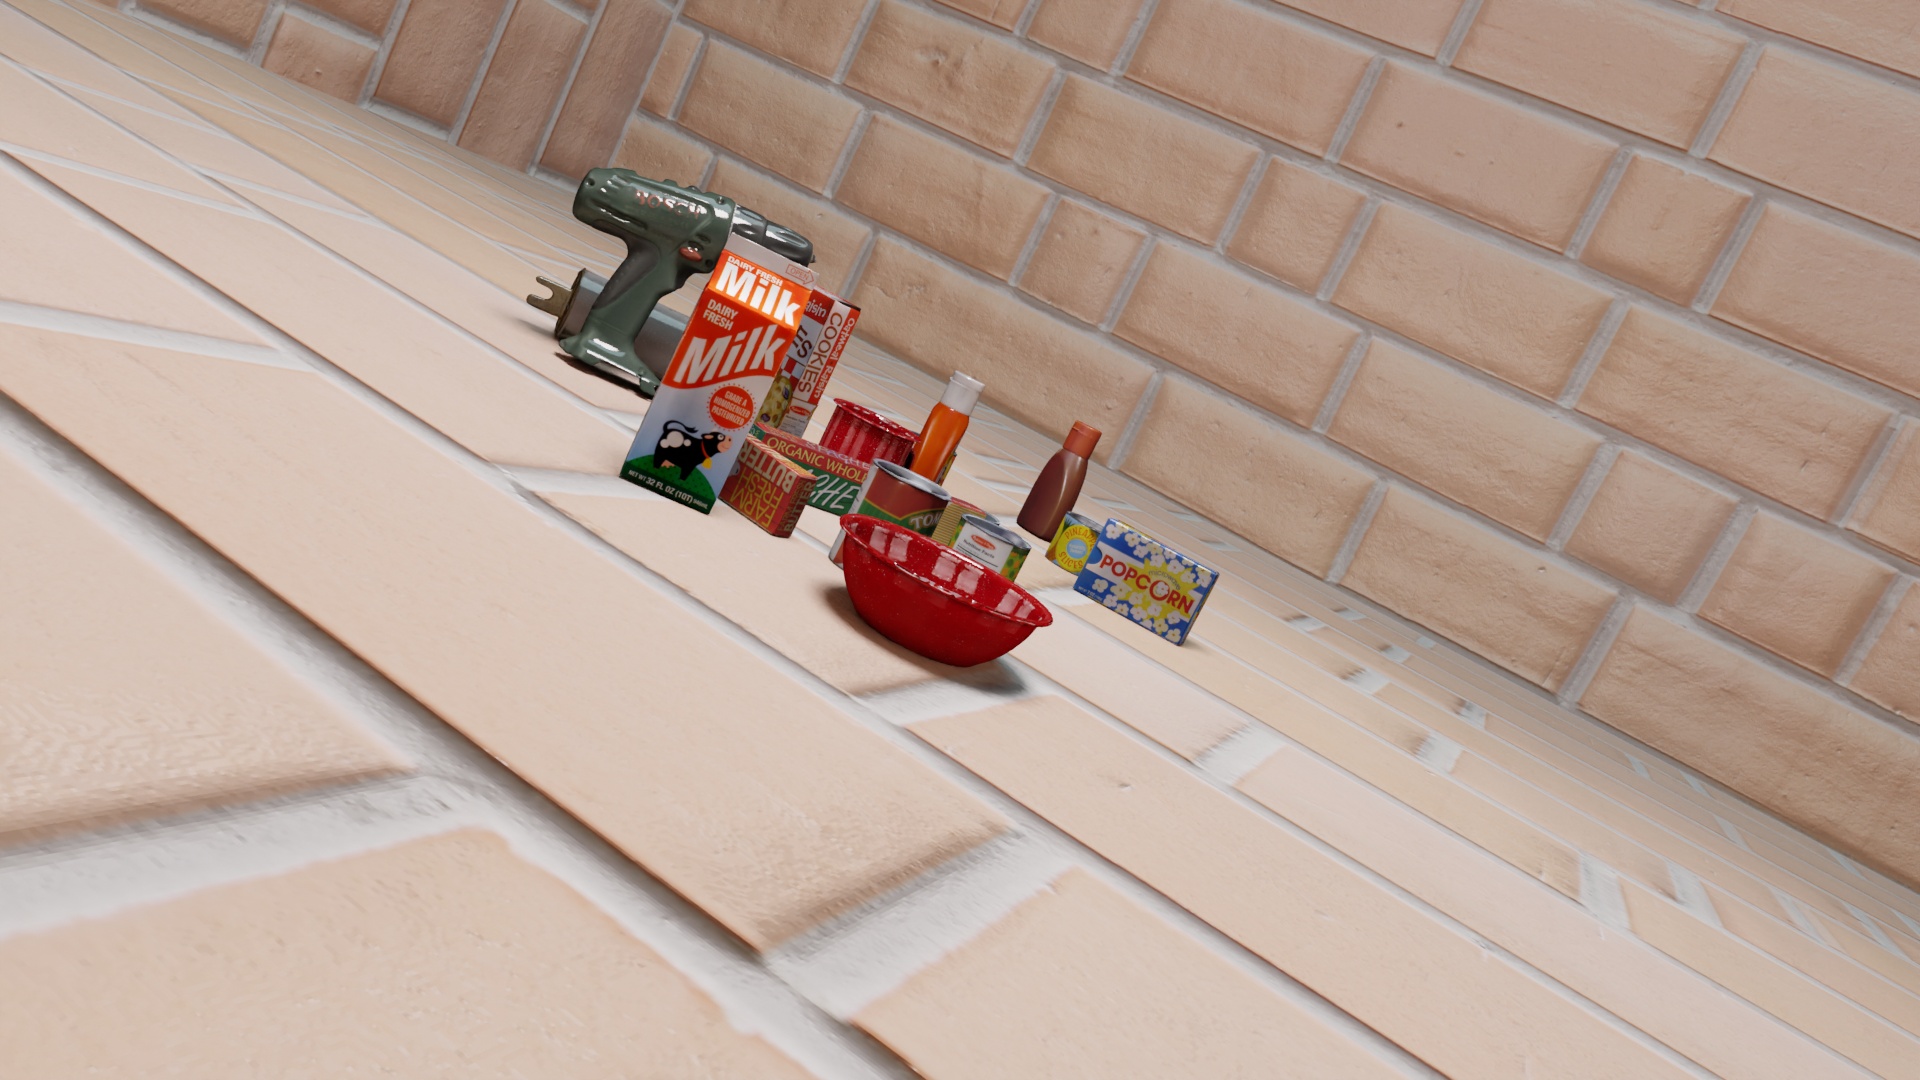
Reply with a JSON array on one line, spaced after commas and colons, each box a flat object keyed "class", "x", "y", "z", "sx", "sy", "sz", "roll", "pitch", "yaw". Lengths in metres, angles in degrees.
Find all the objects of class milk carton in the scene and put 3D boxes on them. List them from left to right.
[{"class": "milk carton", "x": -0.175, "y": -0.123, "z": 1.015, "sx": 0.072, "sy": 0.190, "sz": 0.073, "roll": 24, "pitch": 9, "yaw": -14}]

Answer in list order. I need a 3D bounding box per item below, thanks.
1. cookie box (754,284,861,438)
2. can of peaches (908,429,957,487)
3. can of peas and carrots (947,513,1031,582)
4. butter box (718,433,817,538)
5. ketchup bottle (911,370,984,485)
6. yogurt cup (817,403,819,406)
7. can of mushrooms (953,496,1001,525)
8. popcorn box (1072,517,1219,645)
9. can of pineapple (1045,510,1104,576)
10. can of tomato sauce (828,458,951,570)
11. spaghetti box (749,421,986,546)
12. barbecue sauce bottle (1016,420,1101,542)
[{"class": "cookie box", "x": -0.182, "y": -0.183, "z": 1.403, "sx": 0.123, "sy": 0.167, "sz": 0.040, "roll": 34, "pitch": 11, "yaw": 40}, {"class": "can of peaches", "x": -0.044, "y": -0.087, "z": 1.596, "sx": 0.071, "sy": 0.058, "sz": 0.071, "roll": 26, "pitch": 9, "yaw": -4}, {"class": "can of peas and carrots", "x": 0.020, "y": 0.017, "z": 1.184, "sx": 0.071, "sy": 0.058, "sz": 0.071, "roll": 26, "pitch": 9, "yaw": -4}, {"class": "butter box", "x": -0.159, "y": -0.048, "z": 1.069, "sx": 0.104, "sy": 0.053, "sz": 0.024, "roll": 32, "pitch": 10, "yaw": 33}, {"class": "ketchup bottle", "x": -0.023, "y": -0.108, "z": 1.484, "sx": 0.043, "sy": 0.148, "sz": 0.065, "roll": 26, "pitch": 8, "yaw": -5}, {"class": "yogurt cup", "x": -0.192, "y": -0.140, "z": 1.493, "sx": 0.072, "sy": 0.054, "sz": 0.072, "roll": 26, "pitch": 9, "yaw": -4}, {"class": "can of mushrooms", "x": 0.005, "y": -0.018, "z": 1.420, "sx": 0.071, "sy": 0.033, "sz": 0.071, "roll": 26, "pitch": 9, "yaw": -4}, {"class": "popcorn box", "x": 0.193, "y": 0.042, "z": 1.443, "sx": 0.127, "sy": 0.085, "sz": 0.038, "roll": 29, "pitch": 9, "yaw": 14}, {"class": "can of pineapple", "x": 0.137, "y": 0.007, "z": 1.571, "sx": 0.071, "sy": 0.057, "sz": 0.071, "roll": 26, "pitch": 9, "yaw": -4}, {"class": "can of tomato sauce", "x": -0.053, "y": -0.010, "z": 1.060, "sx": 0.071, "sy": 0.083, "sz": 0.071, "roll": 26, "pitch": 9, "yaw": -4}, {"class": "spaghetti box", "x": -0.087, "y": -0.042, "z": 1.250, "sx": 0.250, "sy": 0.050, "sz": 0.029, "roll": 20, "pitch": 11, "yaw": -35}, {"class": "barbecue sauce bottle", "x": 0.124, "y": -0.074, "z": 1.706, "sx": 0.043, "sy": 0.148, "sz": 0.065, "roll": 20, "pitch": 11, "yaw": -38}]
